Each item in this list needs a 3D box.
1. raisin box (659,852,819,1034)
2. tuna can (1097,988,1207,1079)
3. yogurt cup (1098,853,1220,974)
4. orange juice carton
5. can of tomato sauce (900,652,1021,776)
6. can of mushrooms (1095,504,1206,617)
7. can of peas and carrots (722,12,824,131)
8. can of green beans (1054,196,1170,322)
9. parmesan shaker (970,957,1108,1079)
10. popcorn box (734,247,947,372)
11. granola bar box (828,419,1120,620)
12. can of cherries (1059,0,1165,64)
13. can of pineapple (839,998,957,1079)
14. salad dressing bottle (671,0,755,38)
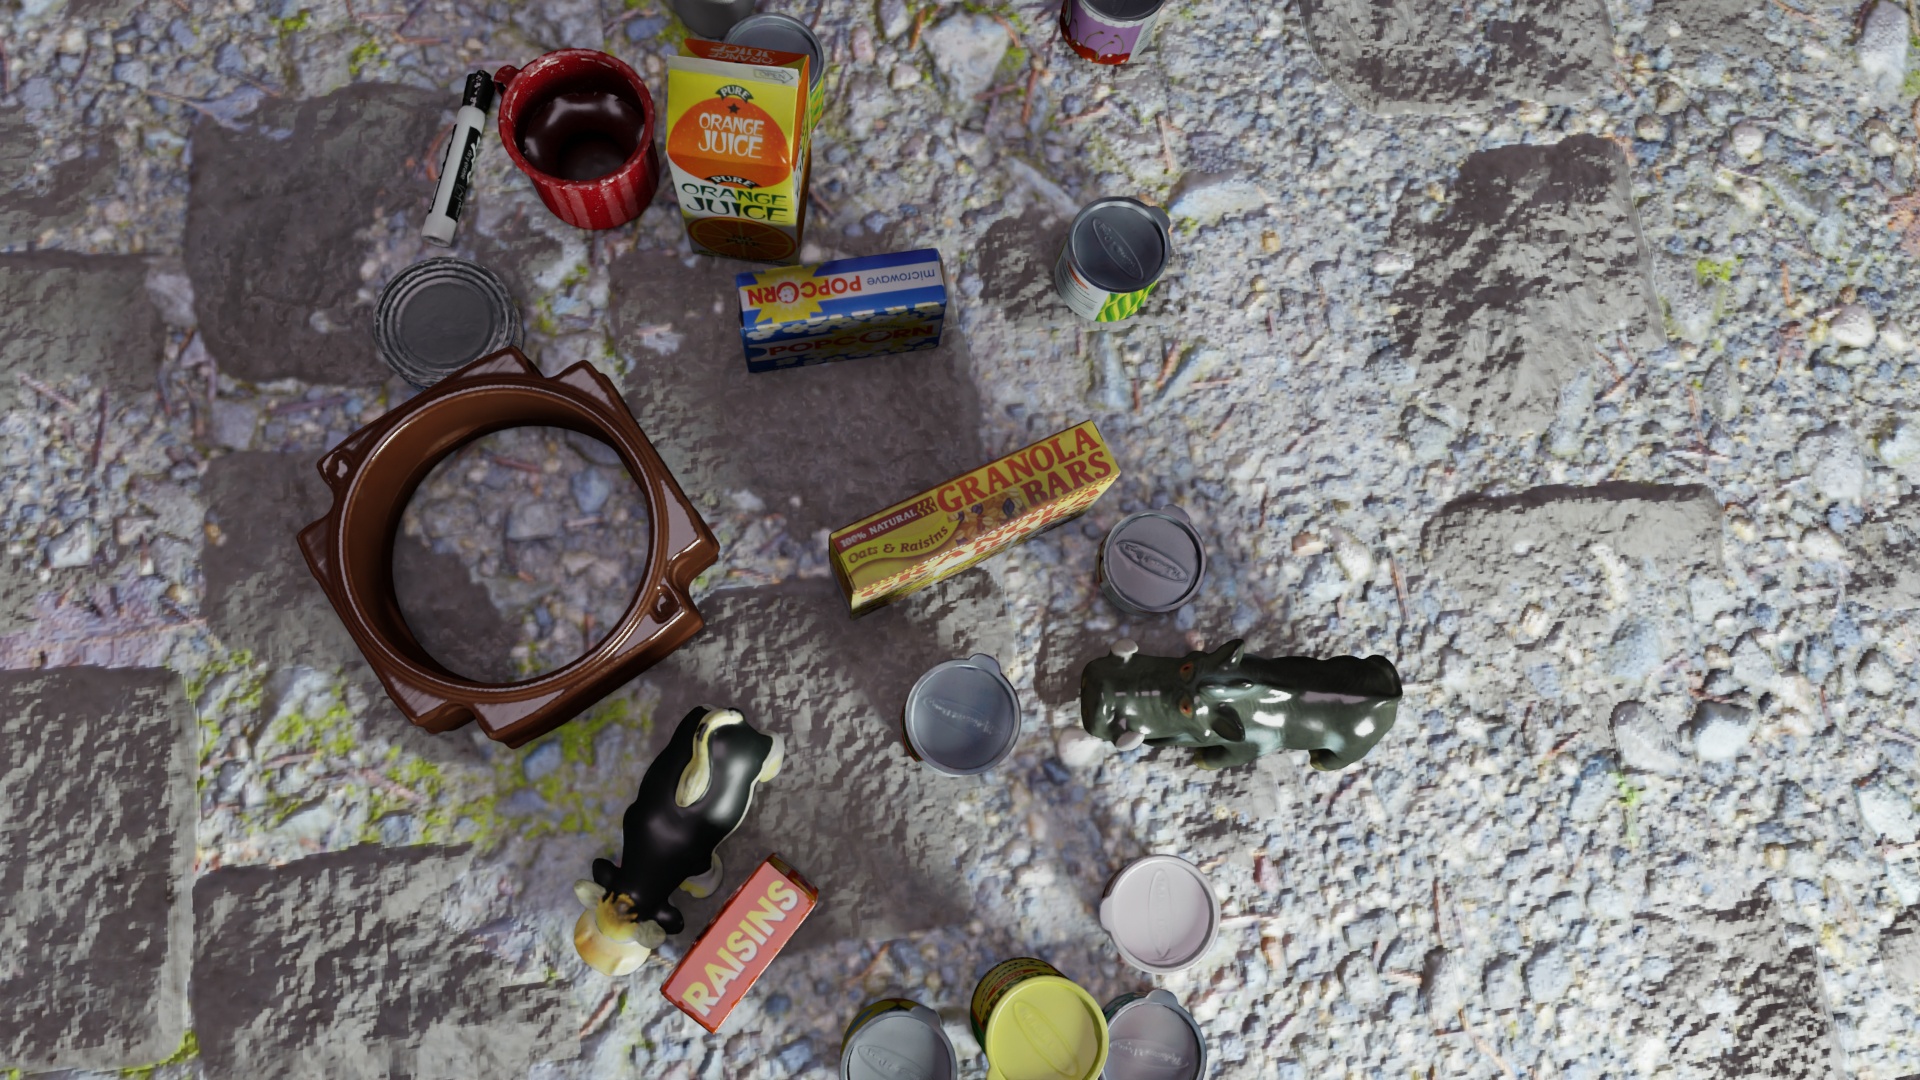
[{"bbox_3d":[-0.119,0.219,0.773,0.040,0.123,0.086,39,78,3],"label":"raisin box"},{"bbox_3d":[0.111,0.301,0.825,0.071,0.032,0.071,1,79,-5],"label":"tuna can"},{"bbox_3d":[0.116,0.221,0.830,0.072,0.054,0.072,1,79,-5],"label":"yogurt cup"},{"bbox_3d":[-0.129,-0.235,0.827,0.072,0.192,0.073,7,79,-4],"label":"orange juice carton"},{"bbox_3d":[-0.002,0.105,0.827,0.071,0.083,0.071,1,79,-5],"label":"can of tomato sauce"},{"bbox_3d":[0.122,0.013,0.883,0.071,0.033,0.071,1,79,-5],"label":"can of mushrooms"},{"bbox_3d":[-0.123,-0.298,0.908,0.071,0.058,0.071,1,79,-5],"label":"can of peas and carrots"},{"bbox_3d":[0.098,-0.182,0.907,0.071,0.057,0.071,1,79,-5],"label":"can of green beans"},{"bbox_3d":[0.039,0.276,0.787,0.071,0.103,0.071,1,79,-5],"label":"parmesan shaker"},{"bbox_3d":[-0.074,-0.143,0.869,0.127,0.085,0.038,-9,80,-7],"label":"popcorn box"},{"bbox_3d":[0.003,-0.010,0.830,0.166,0.124,0.039,-24,83,-9],"label":"granola bar box"},{"bbox_3d":[0.101,-0.368,0.944,0.071,0.058,0.071,1,79,-5],"label":"can of cherries"},{"bbox_3d":[-0.035,0.299,0.798,0.071,0.057,0.071,1,79,-5],"label":"can of pineapple"},{"bbox_3d":[-0.162,-0.375,0.875,0.064,0.147,0.044,33,78,1],"label":"salad dressing bottle"}]
